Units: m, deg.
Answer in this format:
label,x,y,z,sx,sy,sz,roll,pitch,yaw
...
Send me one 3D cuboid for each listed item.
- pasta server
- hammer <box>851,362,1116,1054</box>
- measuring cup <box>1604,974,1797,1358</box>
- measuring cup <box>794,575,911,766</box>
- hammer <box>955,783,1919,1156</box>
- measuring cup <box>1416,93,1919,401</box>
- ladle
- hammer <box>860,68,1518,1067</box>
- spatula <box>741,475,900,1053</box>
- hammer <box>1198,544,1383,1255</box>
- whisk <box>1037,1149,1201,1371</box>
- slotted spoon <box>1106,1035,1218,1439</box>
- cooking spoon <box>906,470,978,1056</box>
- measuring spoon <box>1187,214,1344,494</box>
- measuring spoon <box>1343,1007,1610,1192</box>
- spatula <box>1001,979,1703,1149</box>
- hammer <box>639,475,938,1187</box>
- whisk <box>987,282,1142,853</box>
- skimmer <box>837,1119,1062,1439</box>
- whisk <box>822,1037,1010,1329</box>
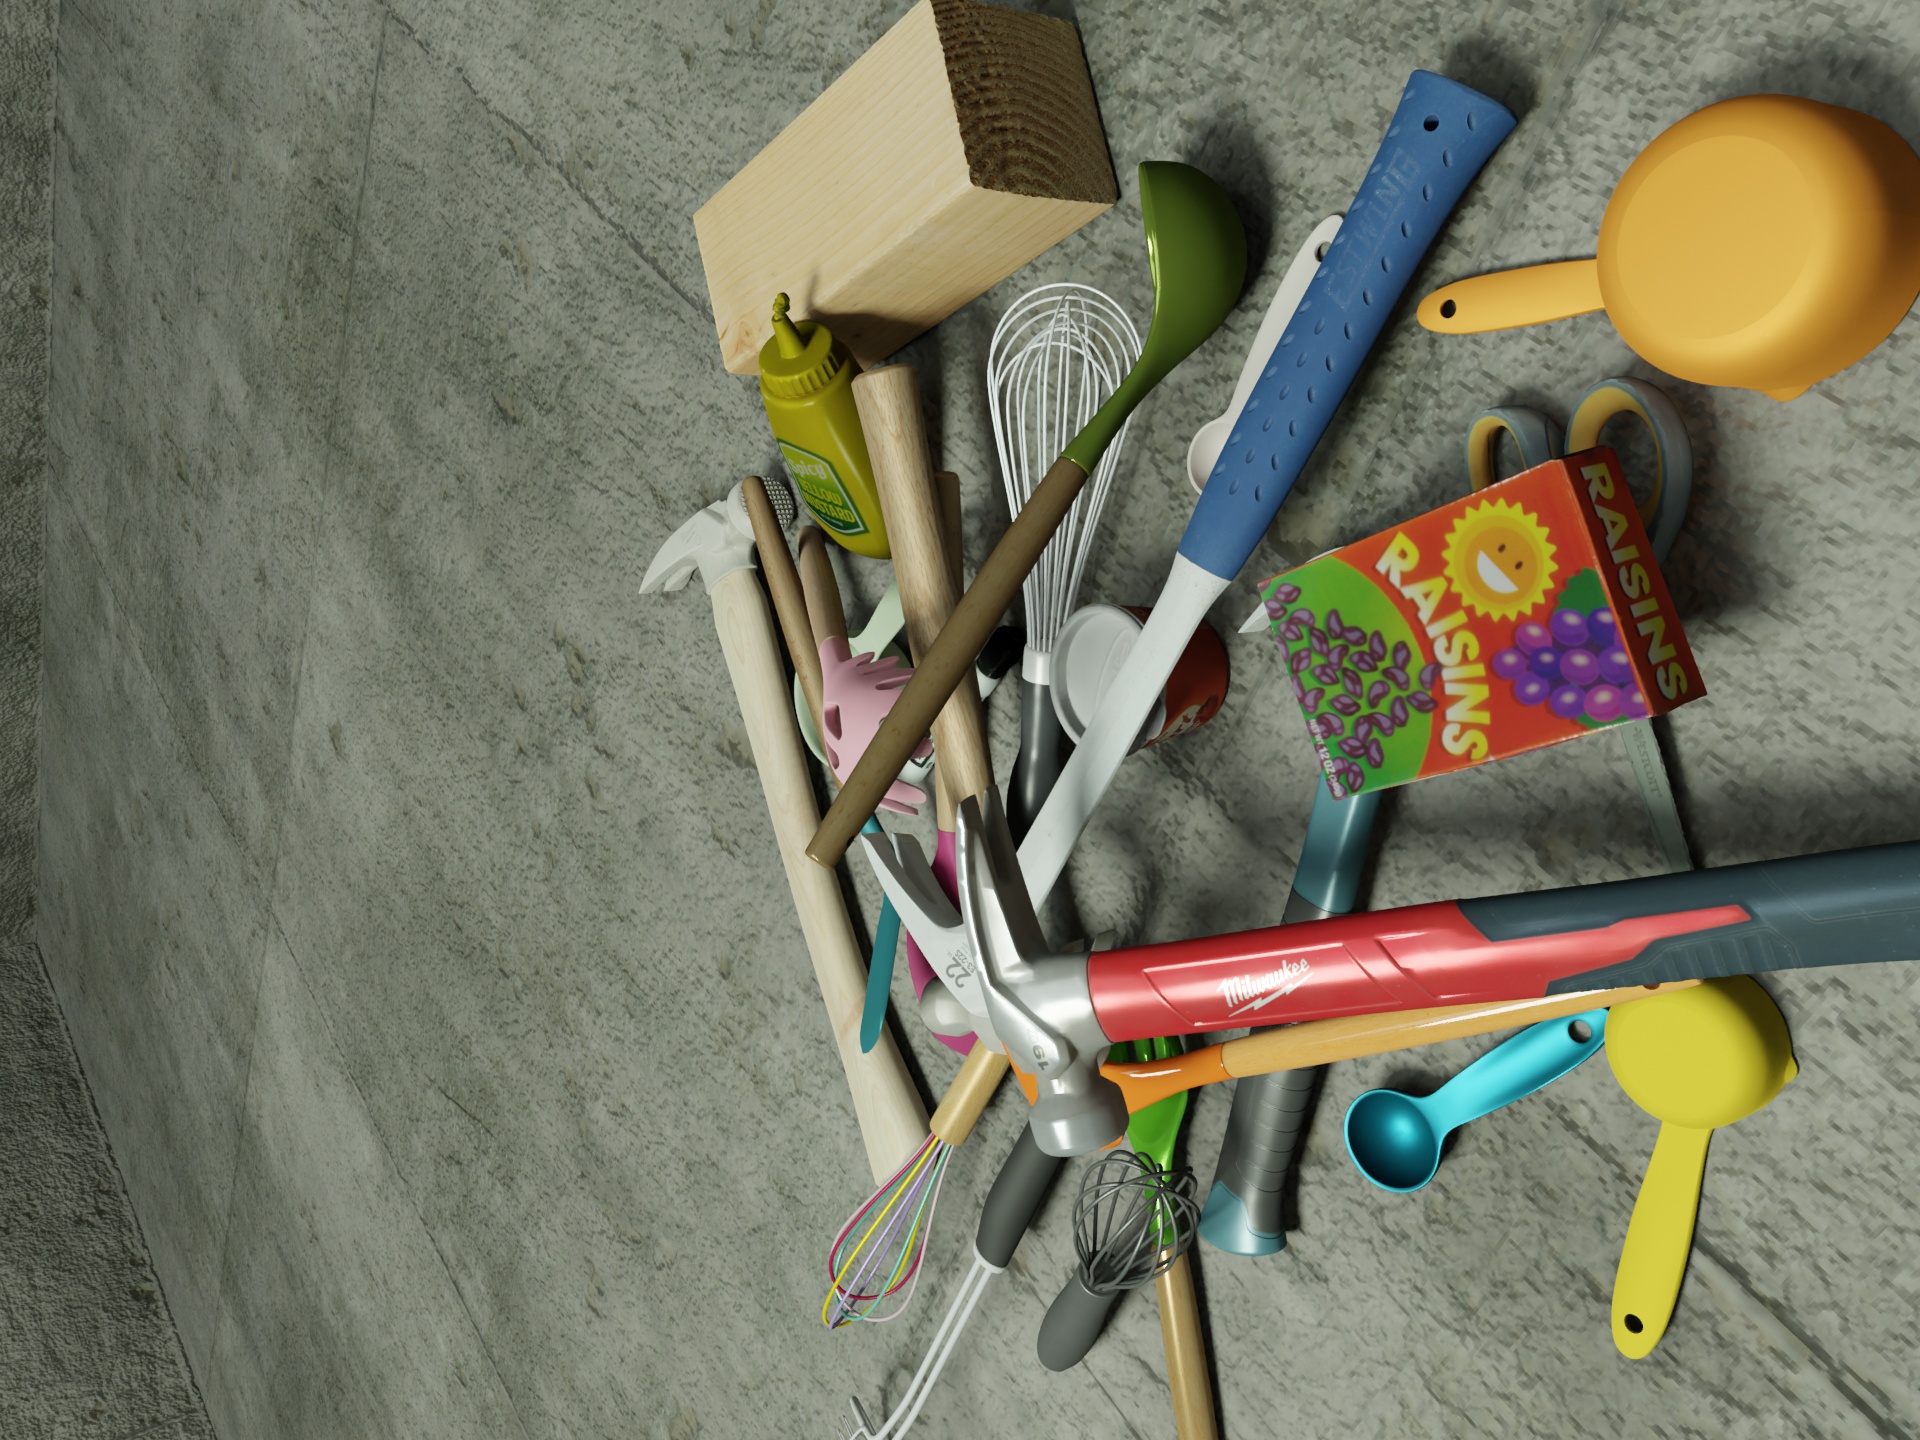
label,x,y,z,sx,sy,sz,roll,pitch,yaw
pasta server,-0.056,-0.043,0.774,0.316,0.040,0.060,-111,26,-65
hammer,-0.001,-0.002,0.752,0.130,0.031,0.331,-4,99,54
measuring cup,0.245,0.159,0.558,0.062,0.029,0.156,21,110,46
measuring cup,-0.034,-0.041,0.847,0.083,0.038,0.167,57,133,25
hammer,0.174,0.060,0.521,0.386,0.038,0.143,-14,95,31
measuring cup,0.214,-0.148,0.521,0.174,0.052,0.095,2,99,48
ladle,0.021,-0.085,0.634,0.062,0.078,0.320,30,82,16
hammer,0.087,-0.055,0.630,0.144,0.035,0.405,40,112,33
spatula,-0.075,0.014,0.840,0.082,0.044,0.318,118,135,-70
hammer,0.146,0.085,0.652,0.128,0.033,0.330,36,125,48
whisk,0.064,0.261,0.741,0.055,0.055,0.238,54,152,29
slotted spoon,0.101,0.270,0.754,0.070,0.031,0.314,-6,94,53
cooking spoon,-0.004,0.031,0.815,0.069,0.017,0.318,18,118,43
measuring spoon,0.131,-0.147,0.655,0.034,0.018,0.124,43,120,36
measuring spoon,0.204,0.143,0.621,0.128,0.021,0.042,-44,66,34
spatula,0.131,0.125,0.631,0.322,0.041,0.081,-22,95,39
hammer,-0.098,0.072,0.943,0.146,0.038,0.411,-28,76,50
whisk,0.043,-0.058,0.742,0.070,0.070,0.284,25,120,45
skimmer,0.015,0.333,0.863,0.127,0.090,0.363,47,120,49
whisk,-0.014,0.235,0.853,0.245,0.047,0.051,-63,22,20
